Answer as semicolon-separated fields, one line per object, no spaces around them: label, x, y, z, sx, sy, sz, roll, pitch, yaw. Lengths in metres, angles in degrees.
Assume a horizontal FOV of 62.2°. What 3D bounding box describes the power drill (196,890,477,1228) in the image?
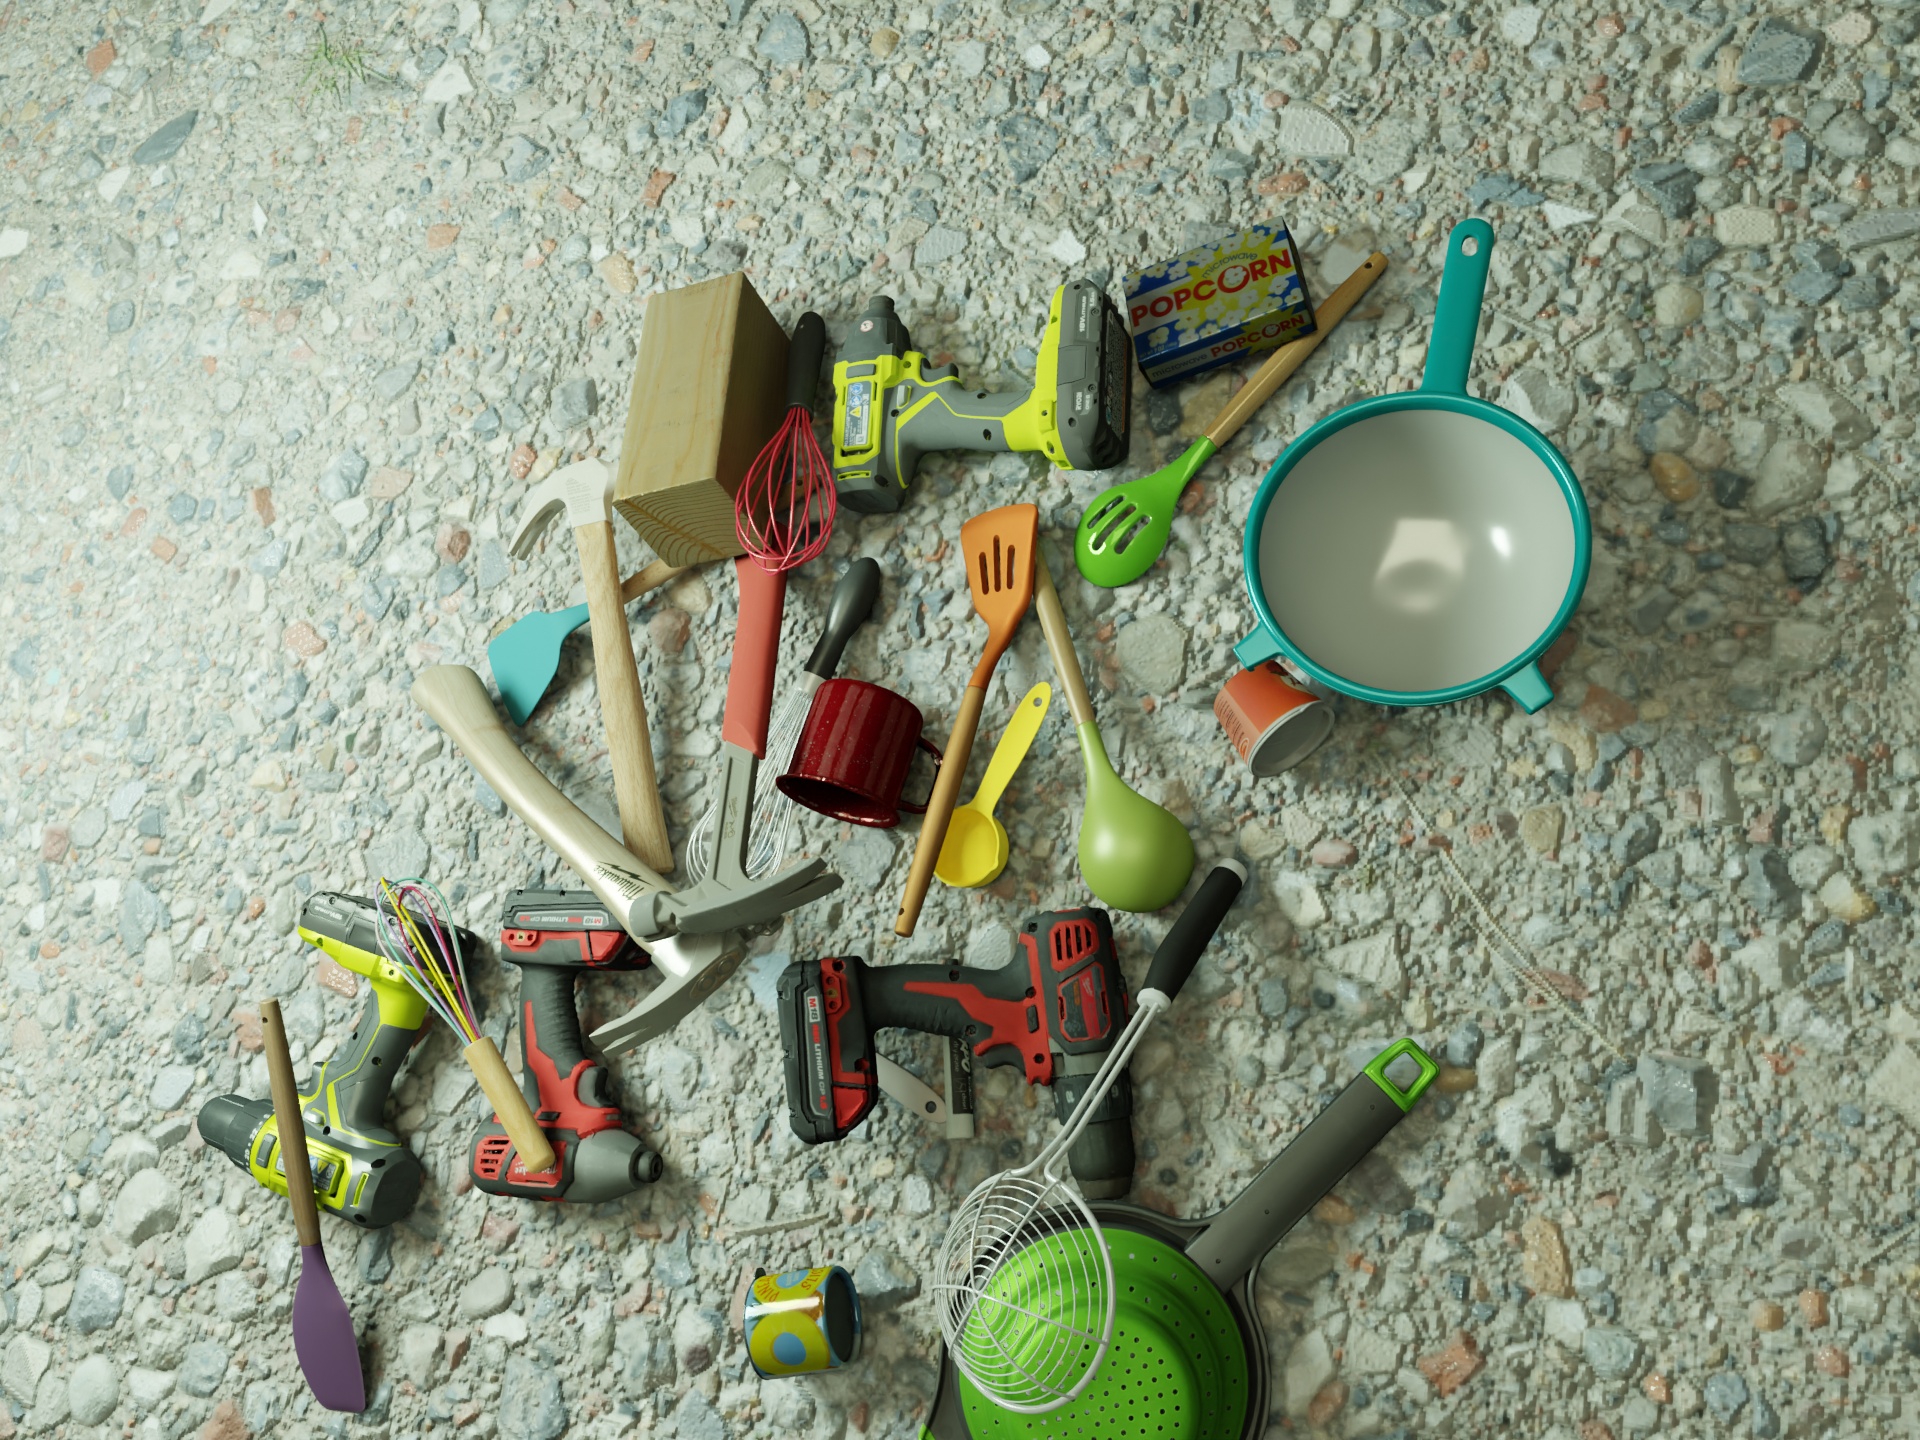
power drill;-0.481;0.253;1.222;0.191;0.080;0.228;14;82;22

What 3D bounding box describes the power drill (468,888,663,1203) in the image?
power drill;-0.274;0.237;1.154;0.143;0.078;0.220;-1;77;20

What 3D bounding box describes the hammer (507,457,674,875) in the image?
hammer;-0.268;-0.042;1.227;0.130;0.031;0.331;-13;79;6

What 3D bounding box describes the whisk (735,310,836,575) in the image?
whisk;-0.124;-0.217;1.197;0.073;0.073;0.296;-13;47;16

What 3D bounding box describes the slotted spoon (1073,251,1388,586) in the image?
slotted spoon;0.195;-0.220;1.144;0.314;0.031;0.070;-46;62;0

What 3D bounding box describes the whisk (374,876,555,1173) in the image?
whisk;-0.352;0.212;1.131;0.245;0.051;0.047;56;136;15

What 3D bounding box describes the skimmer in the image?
skimmer;0.101;0.235;0.966;0.127;0.090;0.363;-4;36;43

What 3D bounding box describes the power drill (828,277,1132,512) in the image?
power drill;0.010;-0.252;1.194;0.223;0.080;0.171;-3;75;22

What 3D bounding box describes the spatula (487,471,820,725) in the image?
spatula;-0.247;-0.110;1.274;0.317;0.044;0.082;-30;66;4

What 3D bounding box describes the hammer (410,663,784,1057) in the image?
hammer;-0.303;0.077;1.160;0.146;0.038;0.411;-40;52;-18

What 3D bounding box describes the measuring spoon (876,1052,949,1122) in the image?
measuring spoon;-0.059;0.242;1.103;0.124;0.018;0.034;30;86;24

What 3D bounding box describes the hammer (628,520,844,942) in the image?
hammer;-0.141;-0.012;1.119;0.149;0.036;0.359;-19;45;22

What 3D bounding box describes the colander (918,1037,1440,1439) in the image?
colander;0.142;0.338;0.944;0.397;0.094;0.204;-44;80;-3

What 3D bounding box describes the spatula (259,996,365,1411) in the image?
spatula;-0.480;0.356;1.159;0.060;0.018;0.316;-4;97;21

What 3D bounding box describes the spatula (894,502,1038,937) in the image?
spatula;-0.002;-0.004;1.120;0.081;0.041;0.323;-8;58;46

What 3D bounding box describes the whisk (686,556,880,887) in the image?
whisk;-0.125;0.003;1.179;0.070;0.070;0.285;18;77;23

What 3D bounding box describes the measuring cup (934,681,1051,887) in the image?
measuring cup;0.029;0.046;1.117;0.062;0.029;0.156;27;89;28

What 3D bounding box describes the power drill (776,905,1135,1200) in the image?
power drill;0.003;0.226;1.037;0.226;0.080;0.188;-8;79;0

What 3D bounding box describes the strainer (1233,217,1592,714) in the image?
strainer;0.310;-0.160;1.049;0.211;0.095;0.340;10;76;19

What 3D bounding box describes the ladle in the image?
ladle;0.087;-0.015;1.121;0.078;0.062;0.320;-26;60;19
